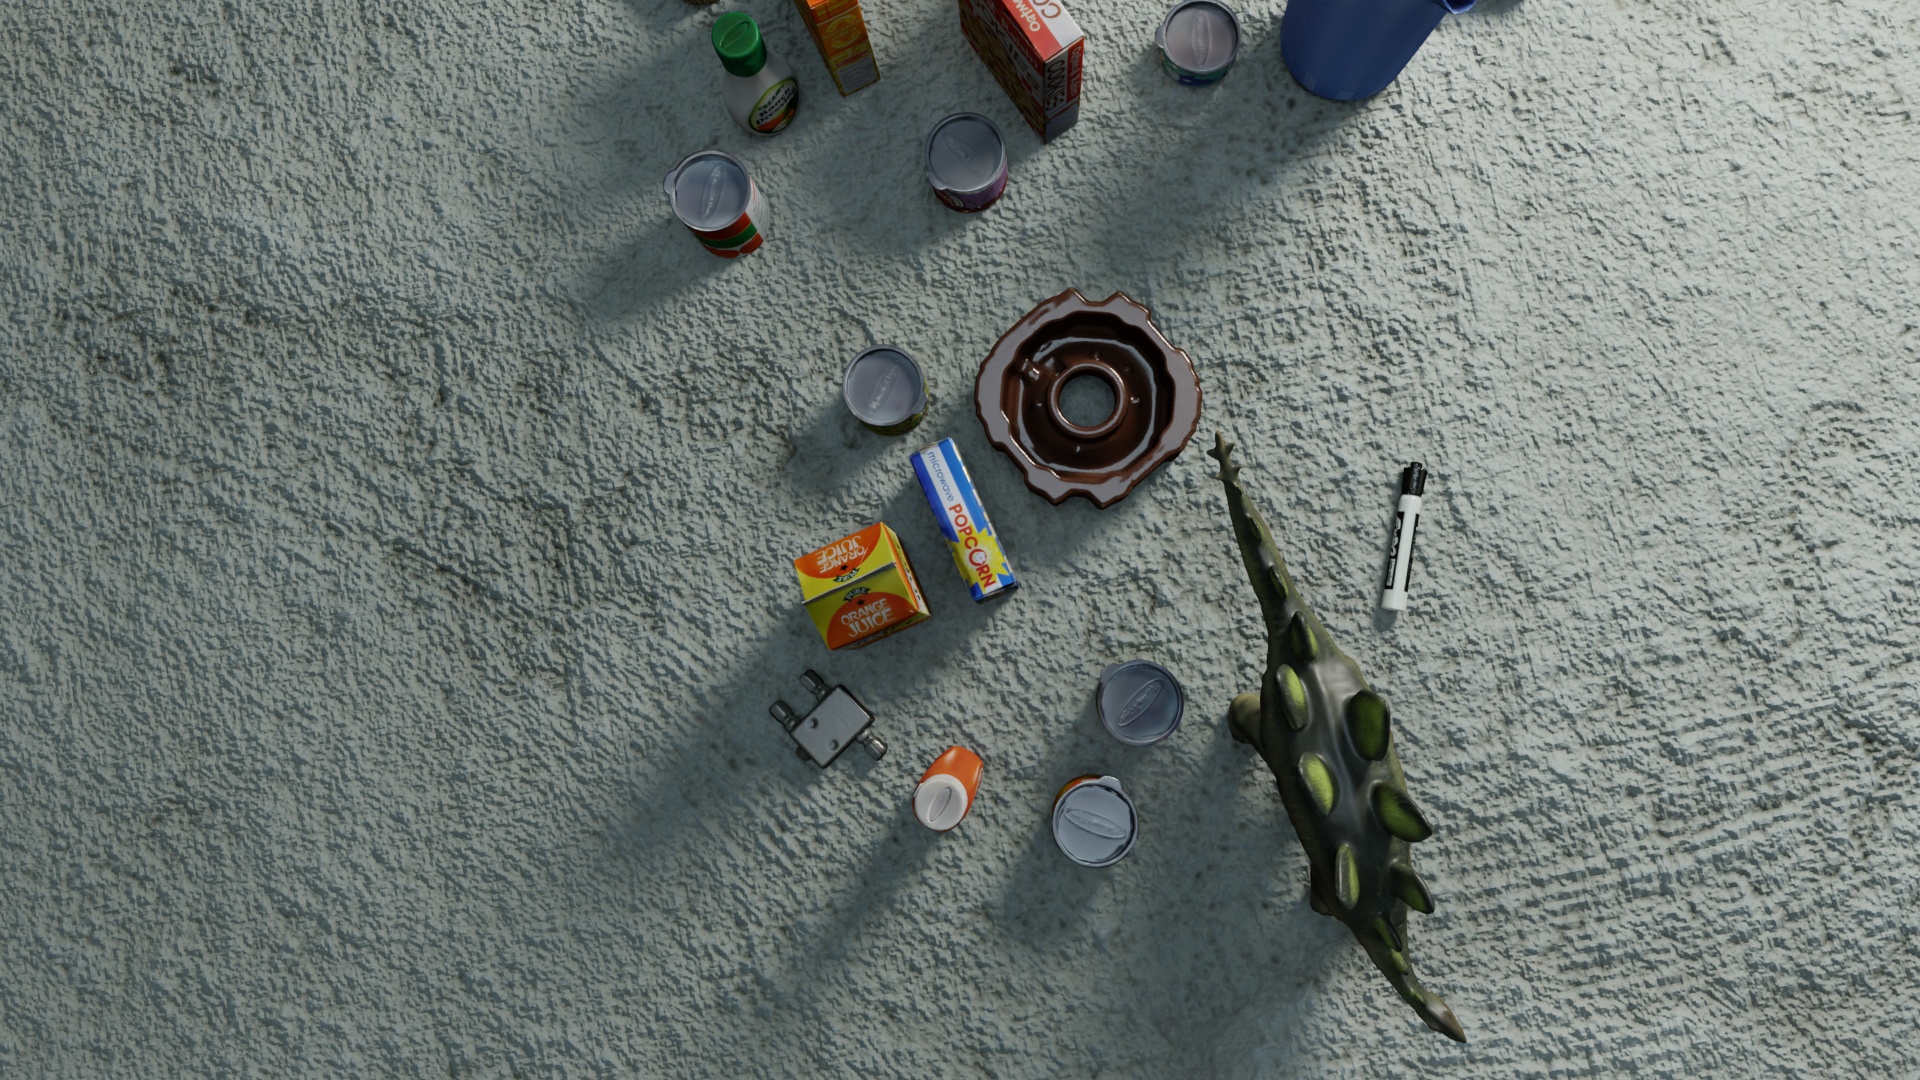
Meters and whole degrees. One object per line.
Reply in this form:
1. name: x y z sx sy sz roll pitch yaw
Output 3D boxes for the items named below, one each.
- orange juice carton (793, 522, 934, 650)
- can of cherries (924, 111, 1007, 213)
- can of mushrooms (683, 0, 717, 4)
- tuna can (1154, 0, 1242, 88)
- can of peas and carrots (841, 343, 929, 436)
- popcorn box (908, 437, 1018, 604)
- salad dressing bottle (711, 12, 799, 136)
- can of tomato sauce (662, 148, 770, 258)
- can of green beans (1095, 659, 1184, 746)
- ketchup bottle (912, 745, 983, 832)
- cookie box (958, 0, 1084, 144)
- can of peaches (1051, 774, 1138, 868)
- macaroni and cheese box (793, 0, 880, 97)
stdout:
1. orange juice carton: -0.072 0.036 1.043 0.072 0.192 0.073 -23 85 1
2. can of cherries: 0.003 -0.307 1.137 0.071 0.058 0.071 0 85 3
3. can of mushrooms: -0.223 -0.490 1.178 0.071 0.033 0.071 0 85 3
4. tuna can: 0.195 -0.411 1.150 0.071 0.033 0.071 0 85 3
5. can of peas and carrots: -0.057 -0.119 1.123 0.071 0.058 0.071 0 85 3
6. popcorn box: 0.004 -0.014 1.097 0.038 0.085 0.127 -24 84 1
7. salad dressing bottle: -0.165 -0.371 1.107 0.064 0.147 0.044 -43 85 -1
8. can of tomato sauce: -0.197 -0.272 1.132 0.071 0.083 0.071 0 85 3
9. can of green beans: 0.140 0.126 1.091 0.071 0.058 0.071 0 85 3
10. ketchup bottle: -0.012 0.191 1.048 0.043 0.148 0.065 29 88 5
11. cookie box: 0.045 -0.397 1.088 0.040 0.167 0.123 -35 84 0
12. can of peaches: 0.105 0.216 1.085 0.071 0.058 0.071 0 85 3
13. macaroni and cheese box: -0.115 -0.444 1.101 0.040 0.166 0.124 -27 84 1
